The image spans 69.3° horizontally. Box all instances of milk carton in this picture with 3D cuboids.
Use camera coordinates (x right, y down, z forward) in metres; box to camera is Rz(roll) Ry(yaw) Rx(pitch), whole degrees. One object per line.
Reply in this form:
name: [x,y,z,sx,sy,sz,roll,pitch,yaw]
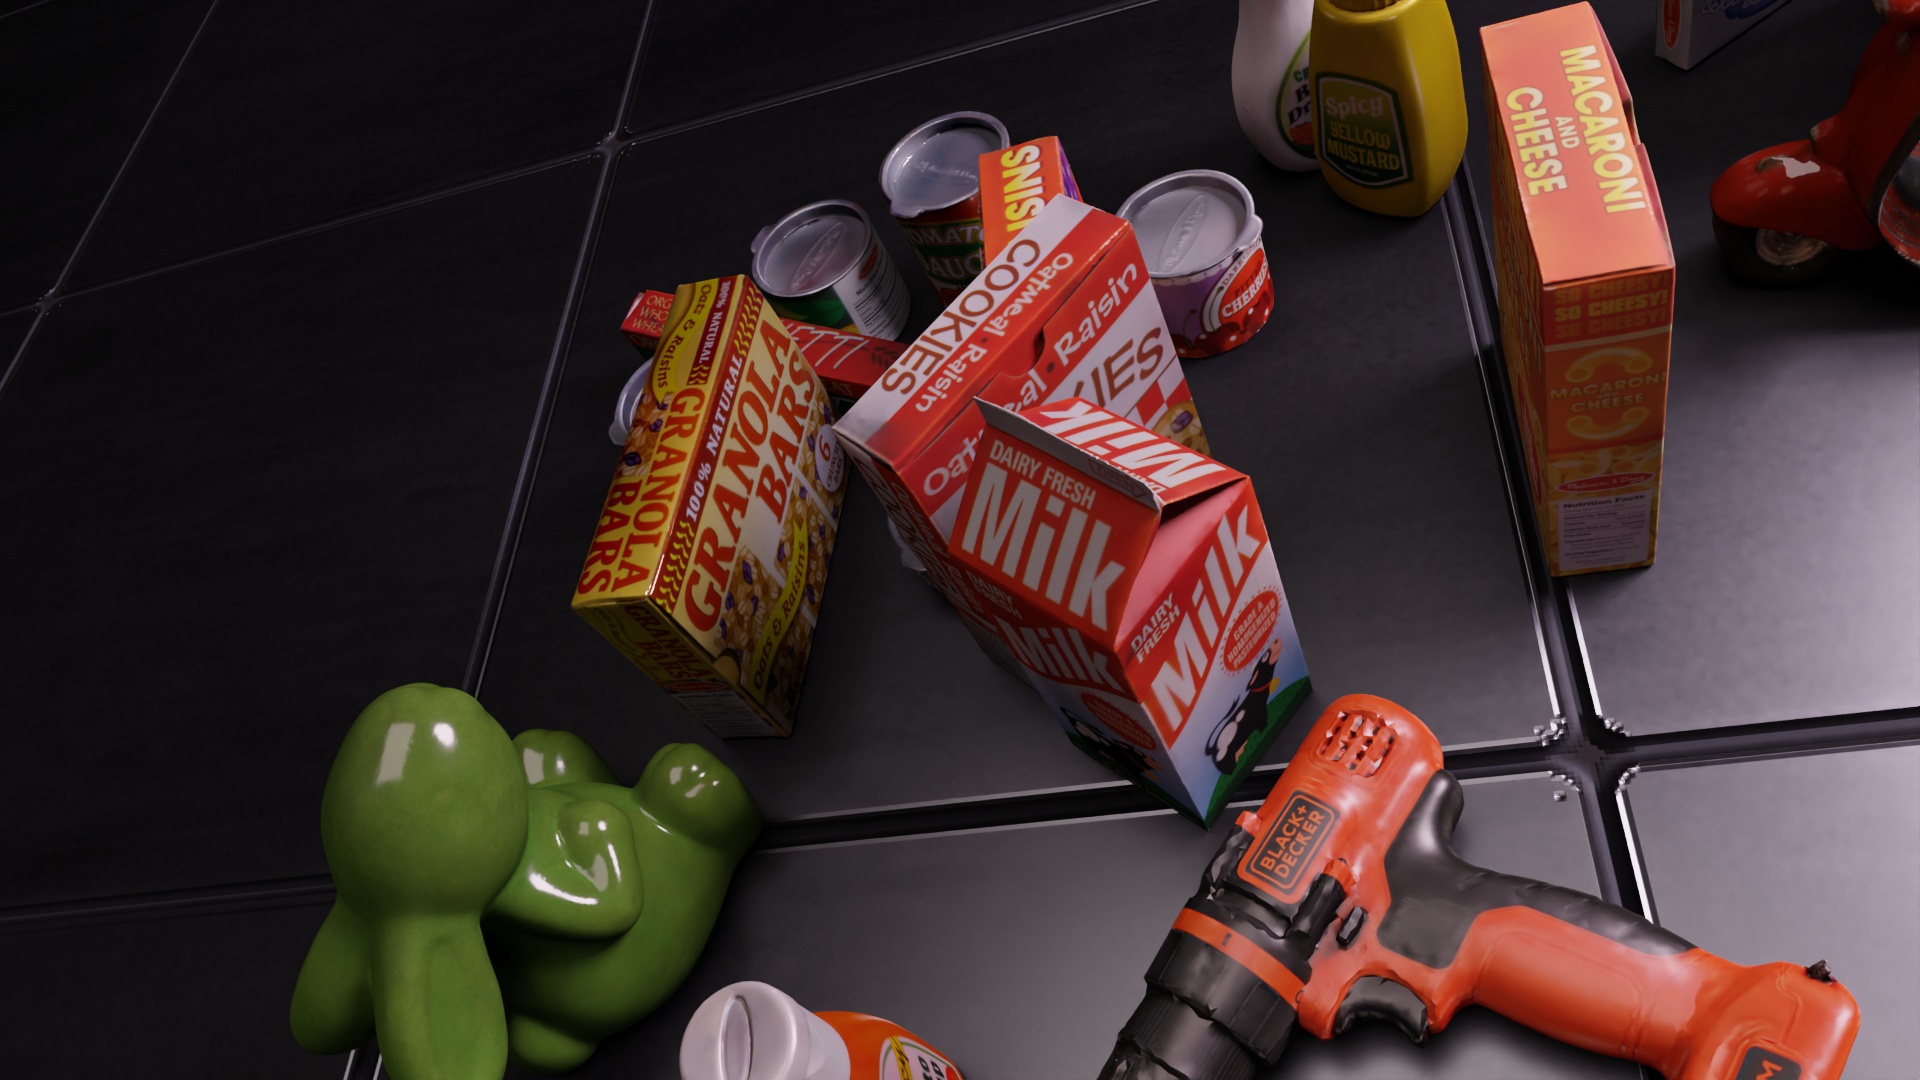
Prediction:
milk carton: [0.059,0.020,0.476,0.072,0.190,0.073,30,73,36]

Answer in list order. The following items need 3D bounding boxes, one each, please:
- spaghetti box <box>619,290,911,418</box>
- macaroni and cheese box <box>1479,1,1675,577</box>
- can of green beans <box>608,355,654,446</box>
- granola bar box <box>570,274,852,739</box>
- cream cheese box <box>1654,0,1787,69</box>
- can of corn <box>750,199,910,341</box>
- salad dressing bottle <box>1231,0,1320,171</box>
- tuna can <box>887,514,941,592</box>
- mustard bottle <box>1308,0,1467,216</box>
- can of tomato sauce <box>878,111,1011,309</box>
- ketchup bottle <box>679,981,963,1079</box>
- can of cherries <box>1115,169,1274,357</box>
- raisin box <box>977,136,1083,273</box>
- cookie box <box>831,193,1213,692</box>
spaghetti box: [-0.067,-0.082,0.691,0.250,0.050,0.029,16,65,31]
macaroni and cheese box: [0.218,-0.083,0.495,0.040,0.166,0.124,-9,54,18]
can of green beans: [-0.129,-0.057,0.695,0.071,0.057,0.071,-11,54,16]
granola bar box: [-0.099,-0.013,0.610,0.039,0.123,0.166,-4,56,21]
cream cheese box: [0.364,-0.267,0.633,0.104,0.053,0.024,-35,51,-2]
can of corn: [-0.068,-0.133,0.723,0.071,0.058,0.071,-11,54,16]
salad dressing bottle: [0.151,-0.240,0.645,0.064,0.147,0.044,-39,51,-6]
tuna can: [0.002,-0.008,0.621,0.071,0.032,0.071,-11,54,16]
mustard bottle: [0.182,-0.212,0.604,0.065,0.159,0.049,26,71,35]
can of tomato sauce: [0.005,-0.158,0.692,0.071,0.082,0.071,-11,54,16]
ketchup bottle: [-0.037,0.177,0.434,0.043,0.148,0.065,-17,52,12]
can of cherries: [0.110,-0.126,0.641,0.071,0.058,0.072,-11,54,16]
raisin box: [0.045,-0.101,0.609,0.040,0.123,0.086,-13,53,15]
cookie box: [0.036,-0.030,0.535,0.040,0.166,0.123,32,74,36]
